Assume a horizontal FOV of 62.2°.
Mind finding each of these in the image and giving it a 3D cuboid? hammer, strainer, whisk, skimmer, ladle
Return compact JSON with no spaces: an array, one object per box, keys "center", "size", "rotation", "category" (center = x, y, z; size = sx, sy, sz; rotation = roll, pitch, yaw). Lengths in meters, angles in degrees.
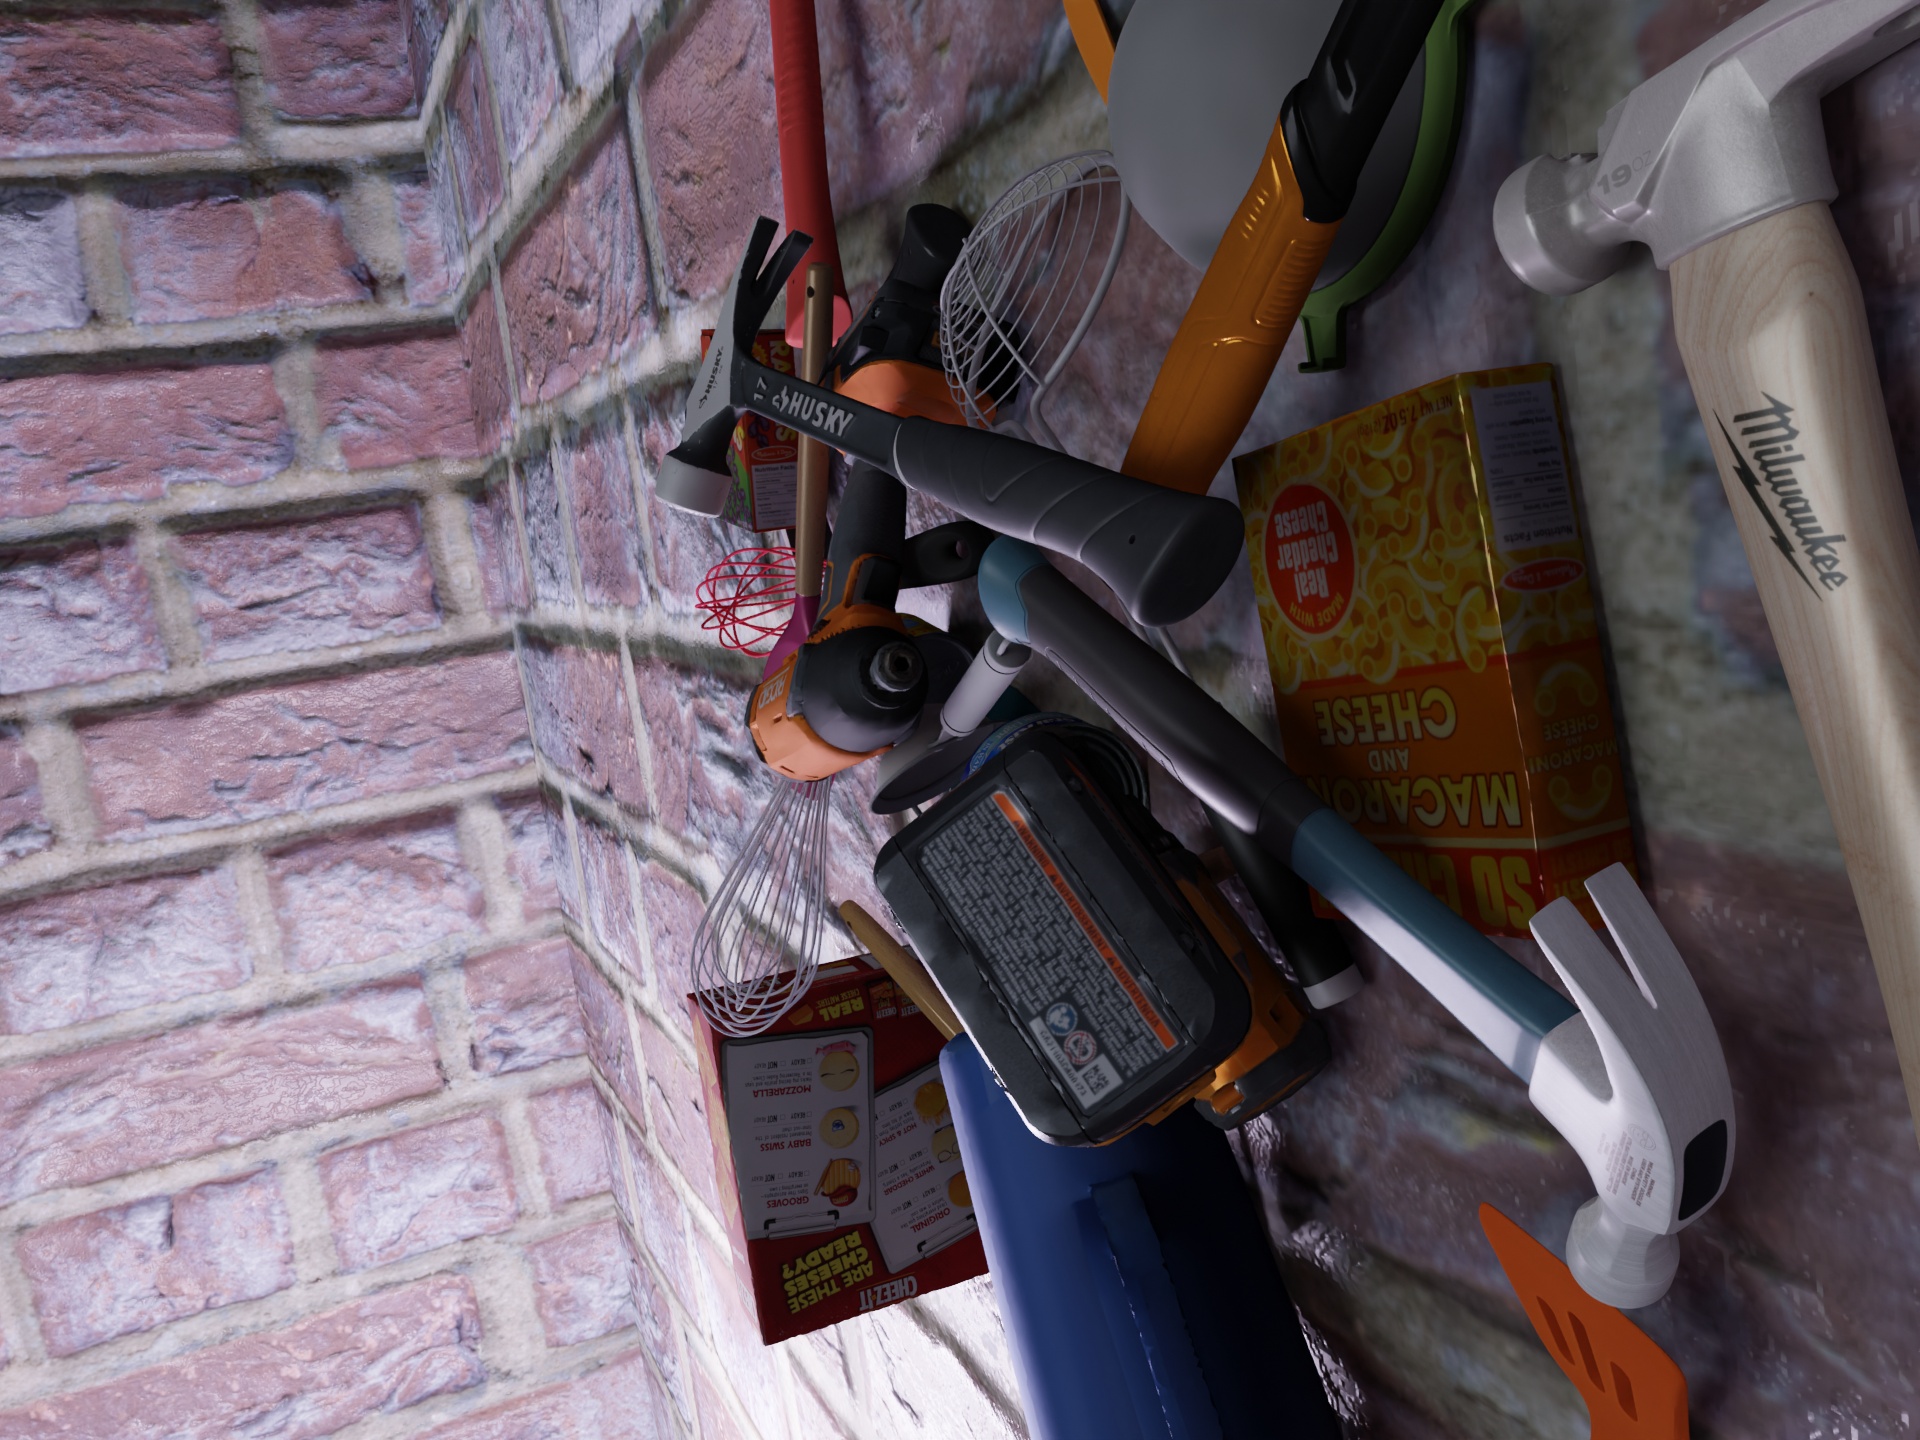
[{"center":[0.106,0.032,0.521],"size":[0.331,0.033,0.128],"rotation":[45,153,41],"category":"hammer"},{"center":[-0.001,-0.002,0.758],"size":[0.050,0.087,0.258],"rotation":[60,162,8],"category":"strainer"},{"center":[-0.061,-0.195,0.938],"size":[0.334,0.035,0.146],"rotation":[144,114,-65],"category":"hammer"},{"center":[-0.080,0.029,0.846],"size":[0.070,0.070,0.285],"rotation":[-1,71,67],"category":"whisk"},{"center":[0.090,-0.063,0.653],"size":[0.127,0.090,0.363],"rotation":[-37,76,53],"category":"skimmer"},{"center":[-0.076,-0.082,0.948],"size":[0.296,0.073,0.073],"rotation":[-7,94,52],"category":"whisk"},{"center":[-0.096,-0.386,0.882],"size":[0.149,0.036,0.359],"rotation":[176,89,-67],"category":"hammer"},{"center":[0.091,-0.153,0.470],"size":[0.127,0.034,0.336],"rotation":[48,150,18],"category":"hammer"},{"center":[0.230,0.038,0.365],"size":[0.146,0.038,0.411],"rotation":[-19,84,66],"category":"hammer"},{"center":[0.023,0.195,0.863],"size":[0.316,0.031,0.069],"rotation":[42,145,38],"category":"ladle"},{"center":[-0.024,-0.116,0.643],"size":[0.409,0.036,0.149],"rotation":[33,107,54],"category":"hammer"},{"center":[0.071,-0.247,0.558],"size":[0.257,0.069,0.151],"rotation":[60,151,35],"category":"strainer"}]

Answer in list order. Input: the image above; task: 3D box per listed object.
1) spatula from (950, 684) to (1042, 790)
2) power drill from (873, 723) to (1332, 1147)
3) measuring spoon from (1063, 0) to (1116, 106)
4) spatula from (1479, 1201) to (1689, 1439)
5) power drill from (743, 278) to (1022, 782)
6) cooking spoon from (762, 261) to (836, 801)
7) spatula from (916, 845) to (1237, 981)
[{"center":[0.025,0.132,0.910],"size":[0.082,0.044,0.317],"rotation":[40,141,55],"category":"spatula"},{"center":[0.050,0.065,0.587],"size":[0.185,0.084,0.226],"rotation":[55,-169,20],"category":"power drill"},{"center":[0.062,-0.268,0.649],"size":[0.021,0.011,0.117],"rotation":[123,135,-57],"category":"measuring spoon"},{"center":[0.204,0.306,0.546],"size":[0.081,0.041,0.322],"rotation":[39,136,56],"category":"spatula"},{"center":[-0.037,-0.088,0.763],"size":[0.164,0.084,0.226],"rotation":[158,127,-67],"category":"power drill"},{"center":[-0.085,-0.097,0.900],"size":[0.069,0.017,0.318],"rotation":[27,125,36],"category":"cooking spoon"},{"center":[0.051,0.112,0.804],"size":[0.060,0.018,0.316],"rotation":[57,148,5],"category":"spatula"}]
